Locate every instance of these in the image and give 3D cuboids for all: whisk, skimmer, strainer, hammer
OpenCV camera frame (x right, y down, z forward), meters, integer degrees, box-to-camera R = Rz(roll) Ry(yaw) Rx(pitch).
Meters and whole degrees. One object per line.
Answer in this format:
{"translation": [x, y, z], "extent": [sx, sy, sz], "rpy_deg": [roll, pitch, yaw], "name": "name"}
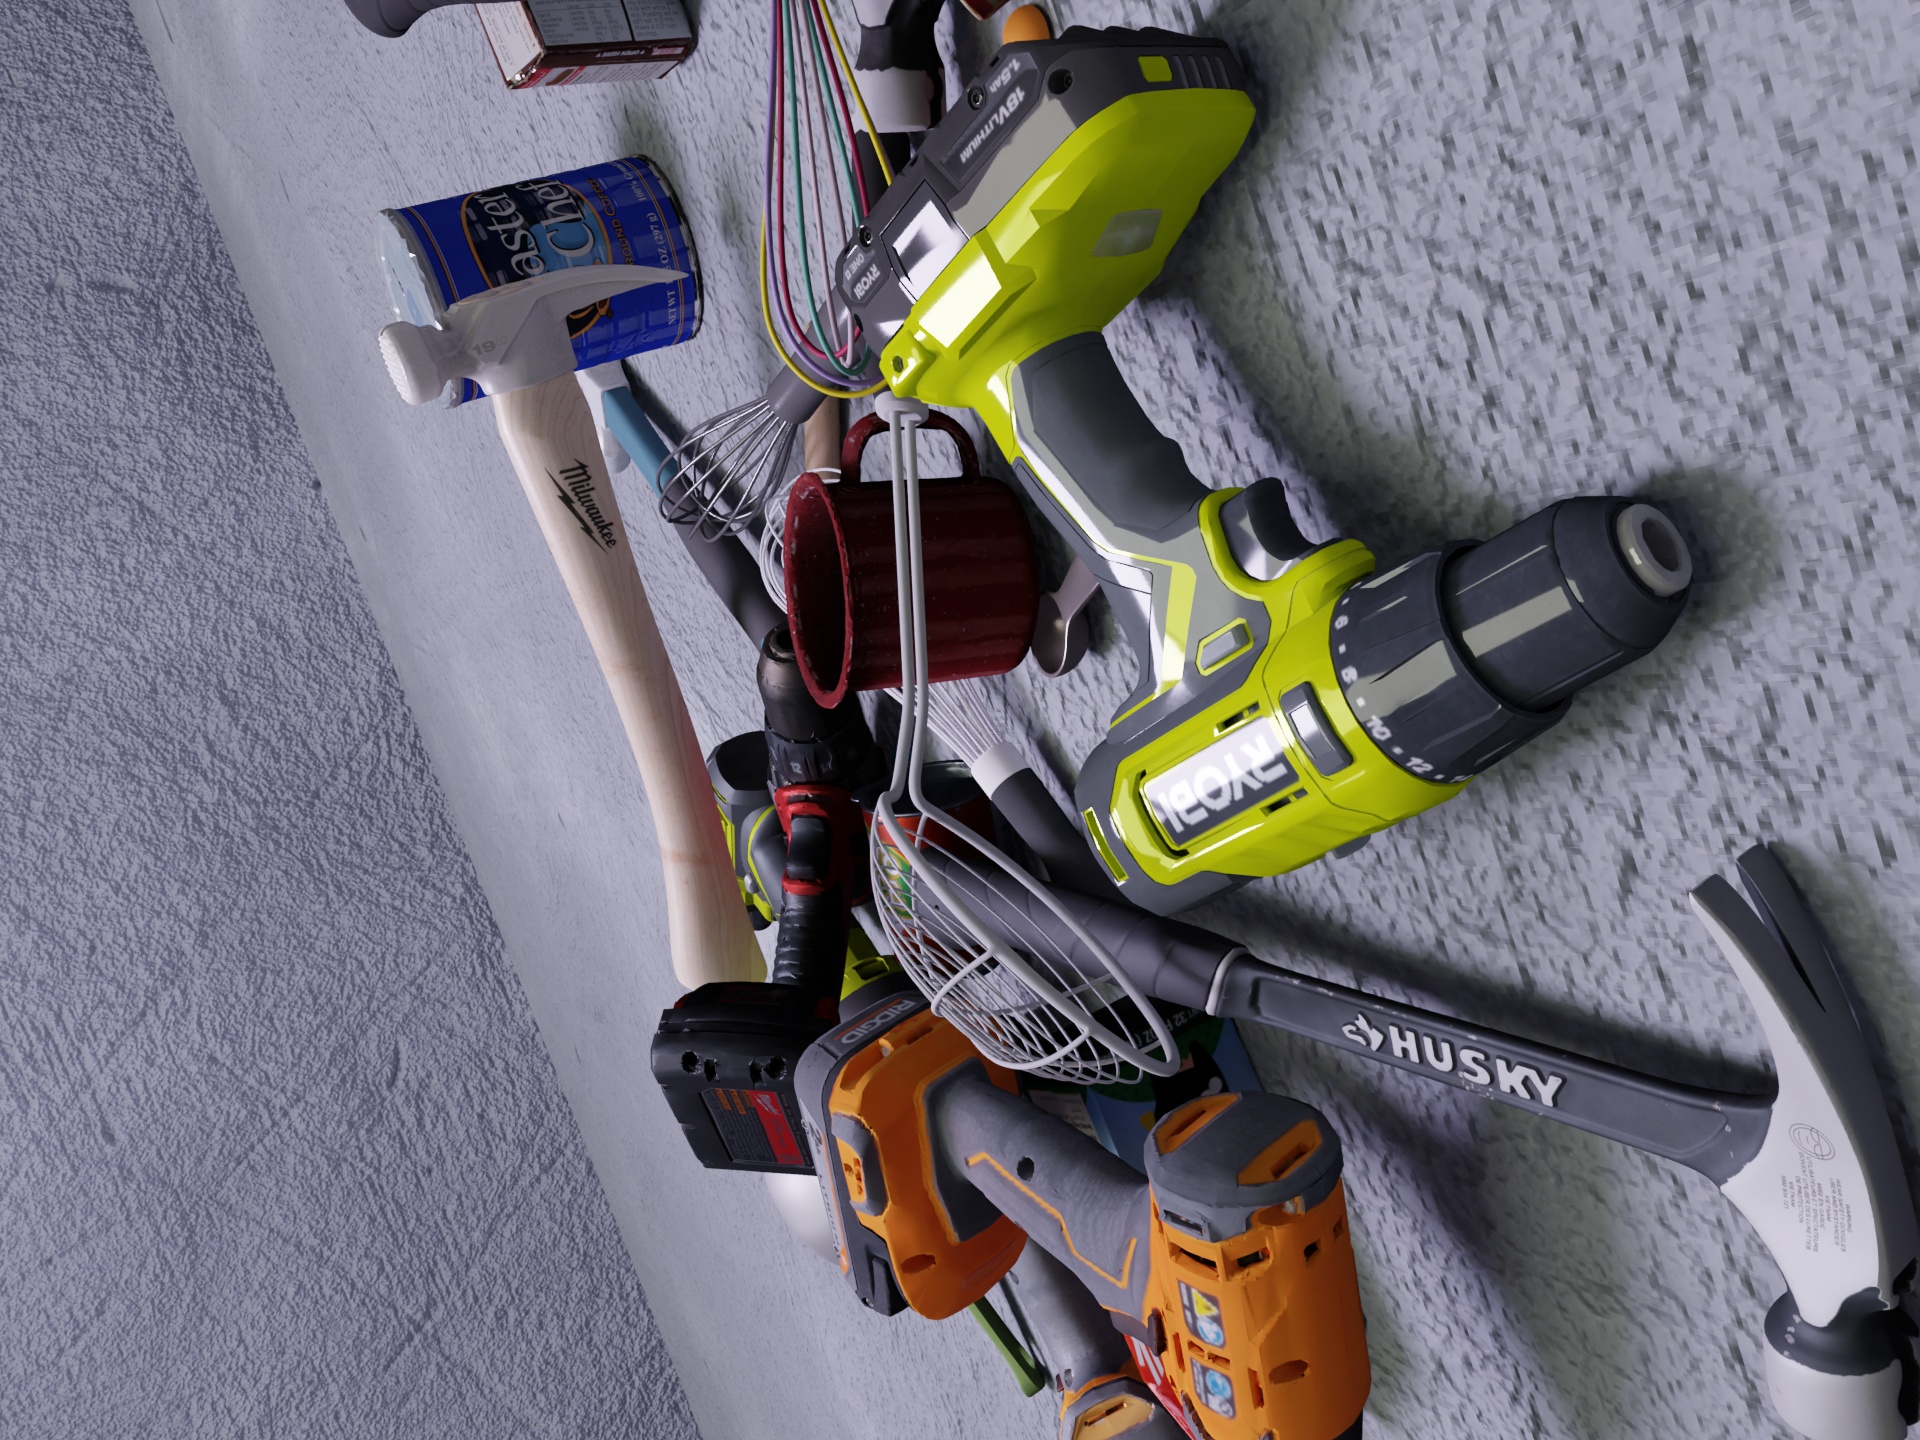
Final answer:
{"translation": [0.000, -0.003, 0.699], "extent": [0.285, 0.070, 0.070], "rpy_deg": [52, 152, 20], "name": "whisk"}
{"translation": [-0.078, -0.144, 0.705], "extent": [0.239, 0.055, 0.055], "rpy_deg": [-36, 77, 51], "name": "whisk"}
{"translation": [0.010, -0.058, 0.549], "extent": [0.127, 0.090, 0.363], "rpy_deg": [28, -125, -64], "name": "skimmer"}
{"translation": [-0.047, 0.334, 1.007], "extent": [0.256, 0.069, 0.151], "rpy_deg": [53, -175, 1], "name": "strainer"}
{"translation": [0.102, 0.088, 0.537], "extent": [0.409, 0.036, 0.149], "rpy_deg": [9, 117, 55], "name": "hammer"}
{"translation": [-0.141, -0.305, 0.615], "extent": [0.335, 0.035, 0.146], "rpy_deg": [15, 120, 36], "name": "hammer"}
{"translation": [-0.157, -0.122, 0.916], "extent": [0.331, 0.033, 0.128], "rpy_deg": [52, 152, 38], "name": "hammer"}
{"translation": [-0.161, -0.029, 0.840], "extent": [0.038, 0.146, 0.410], "rpy_deg": [30, 140, 54], "name": "hammer"}
{"translation": [-0.056, -0.227, 0.512], "extent": [0.047, 0.051, 0.245], "rpy_deg": [-3, 102, 35], "name": "whisk"}

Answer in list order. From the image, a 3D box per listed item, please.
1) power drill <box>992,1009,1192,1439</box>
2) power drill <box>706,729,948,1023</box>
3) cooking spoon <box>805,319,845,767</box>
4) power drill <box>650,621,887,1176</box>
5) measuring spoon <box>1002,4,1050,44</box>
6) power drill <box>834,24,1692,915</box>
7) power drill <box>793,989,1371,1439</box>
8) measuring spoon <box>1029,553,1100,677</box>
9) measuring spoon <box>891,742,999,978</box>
{"translation": [0.044, 0.260, 0.772], "extent": [0.226, 0.084, 0.185], "rpy_deg": [62, 180, 14], "name": "power drill"}
{"translation": [-0.090, 0.137, 0.977], "extent": [0.223, 0.080, 0.171], "rpy_deg": [55, 153, 33], "name": "power drill"}
{"translation": [-0.070, -0.066, 0.825], "extent": [0.069, 0.017, 0.318], "rpy_deg": [53, 153, 37], "name": "cooking spoon"}
{"translation": [-0.079, 0.083, 0.767], "extent": [0.187, 0.080, 0.227], "rpy_deg": [81, -166, -48], "name": "power drill"}
{"translation": [0.022, -0.182, 0.545], "extent": [0.021, 0.011, 0.116], "rpy_deg": [42, 145, 44], "name": "measuring spoon"}
{"translation": [0.072, -0.073, 0.444], "extent": [0.190, 0.080, 0.228], "rpy_deg": [-37, 78, 49], "name": "power drill"}
{"translation": [0.045, 0.195, 0.576], "extent": [0.227, 0.084, 0.164], "rpy_deg": [8, 116, 47], "name": "power drill"}
{"translation": [0.055, -0.057, 0.588], "extent": [0.124, 0.018, 0.034], "rpy_deg": [121, 137, -53], "name": "measuring spoon"}
{"translation": [-0.006, 0.069, 0.815], "extent": [0.042, 0.021, 0.129], "rpy_deg": [-30, 72, 31], "name": "measuring spoon"}
